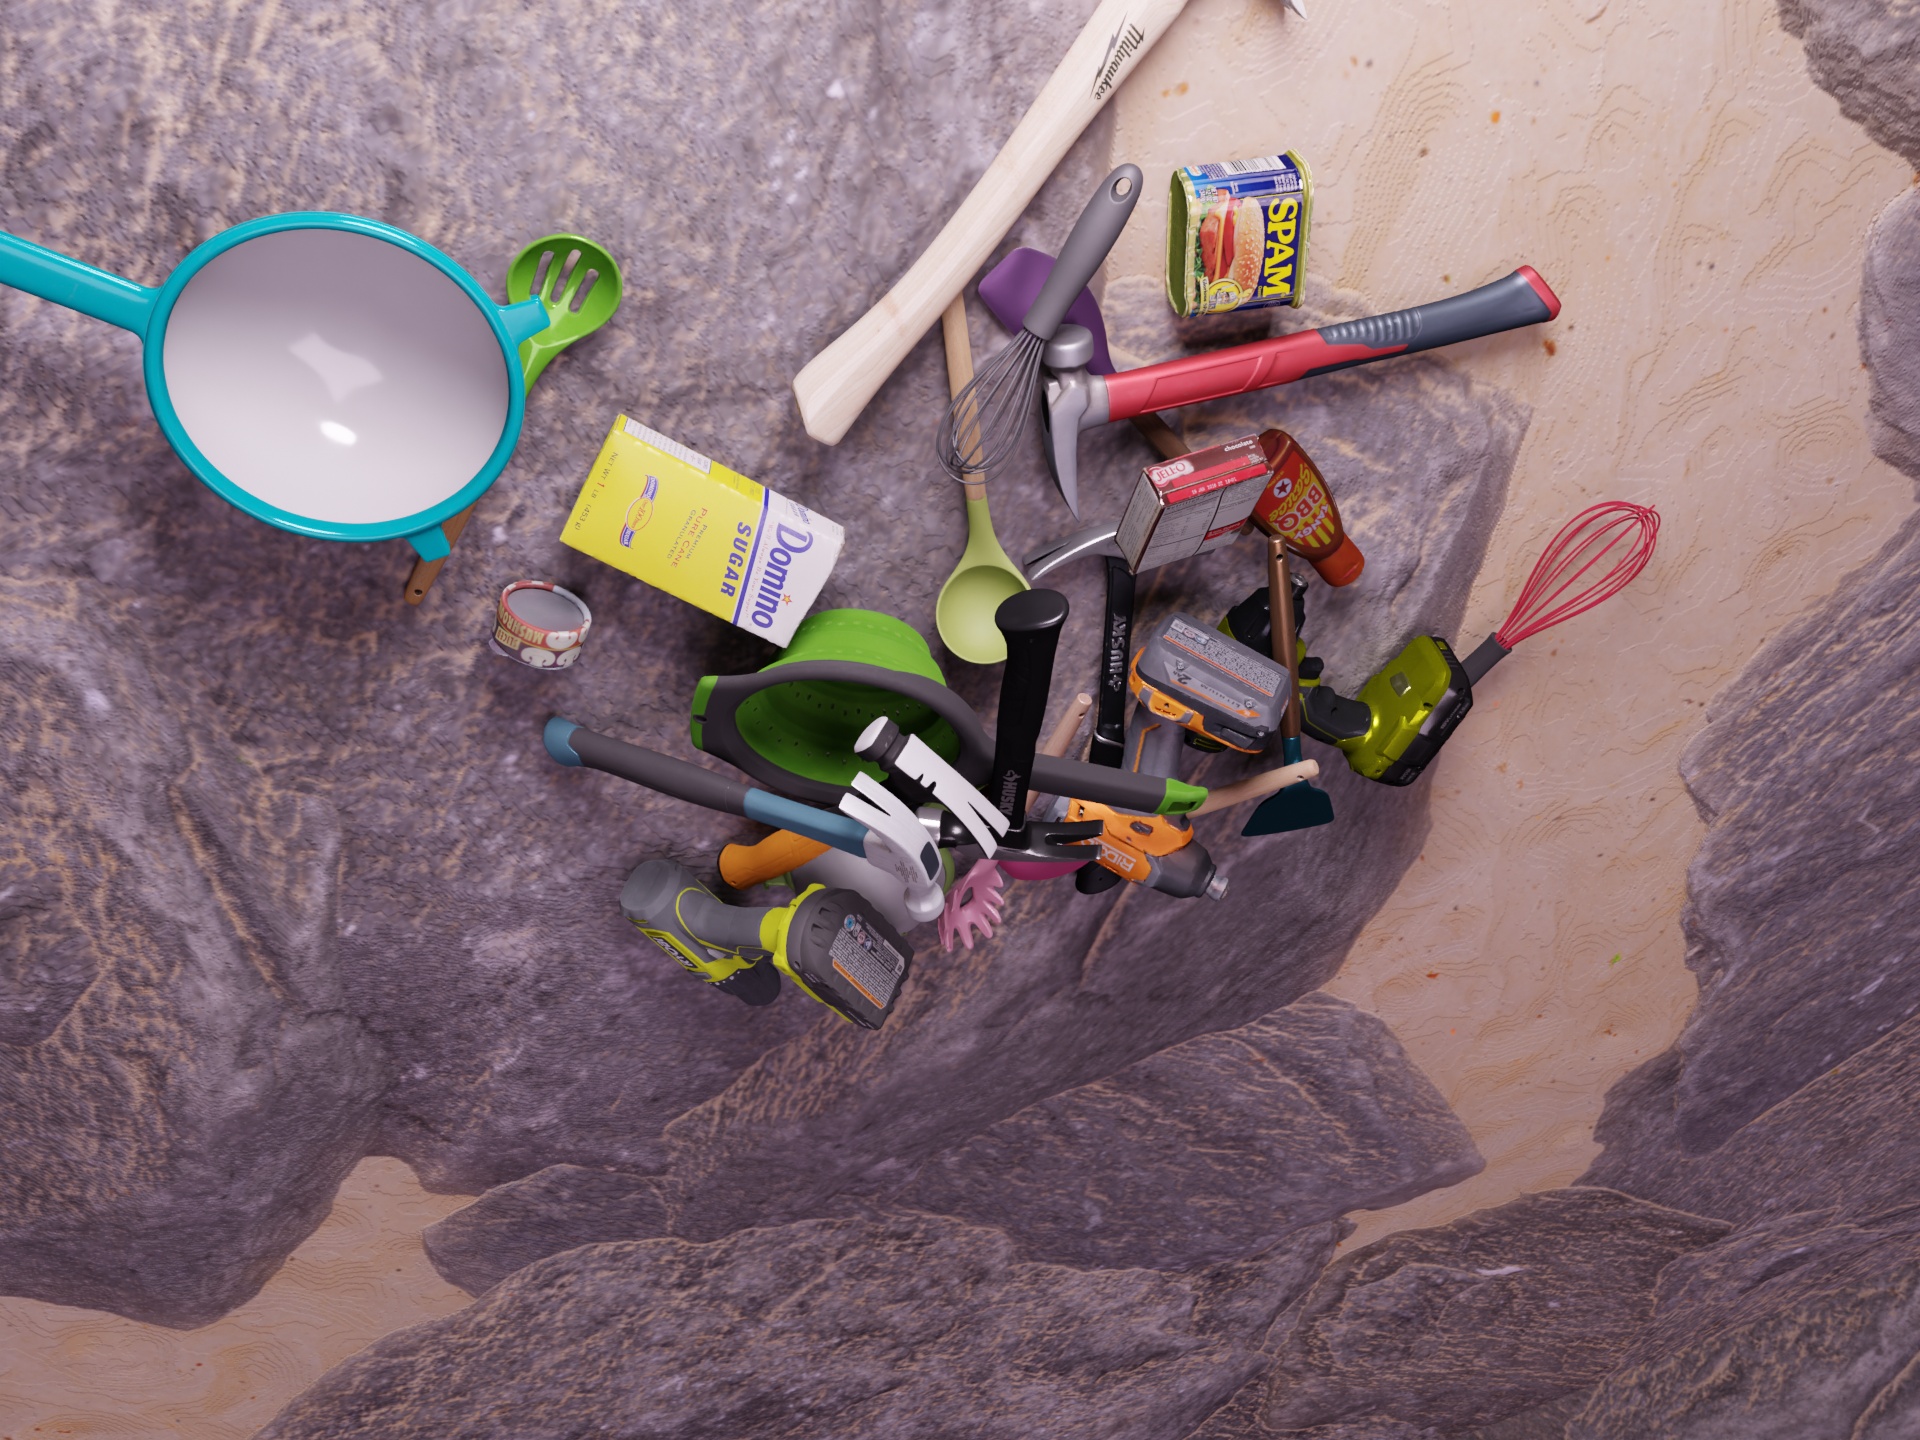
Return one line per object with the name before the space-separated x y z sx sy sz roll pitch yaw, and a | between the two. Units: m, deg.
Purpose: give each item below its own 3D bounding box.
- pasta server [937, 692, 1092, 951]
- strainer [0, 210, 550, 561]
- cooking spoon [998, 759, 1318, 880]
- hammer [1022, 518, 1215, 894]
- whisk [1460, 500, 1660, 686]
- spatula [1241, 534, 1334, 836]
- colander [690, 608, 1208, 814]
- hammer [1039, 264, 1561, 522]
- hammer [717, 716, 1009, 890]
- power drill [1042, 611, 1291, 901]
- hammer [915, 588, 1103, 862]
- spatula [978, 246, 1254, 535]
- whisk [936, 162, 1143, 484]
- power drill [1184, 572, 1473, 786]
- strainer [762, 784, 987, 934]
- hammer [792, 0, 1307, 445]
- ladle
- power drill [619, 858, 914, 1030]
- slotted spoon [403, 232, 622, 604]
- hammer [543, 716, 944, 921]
pasta server | 0.048 0.093 1.382 0.060 0.040 0.316 -3 139 -31
strainer | -0.430 -0.239 0.943 0.340 0.095 0.211 19 120 -26
cooking spoon | 0.162 0.087 1.368 0.319 0.017 0.068 -22 126 33
hammer | 0.123 0.002 1.347 0.149 0.036 0.408 -7 132 -8
whisk | 0.477 -0.080 1.360 0.073 0.073 0.295 20 128 -29
spatula | 0.262 -0.016 1.291 0.082 0.044 0.317 -10 125 3
colander | -0.002 -0.004 1.221 0.397 0.095 0.204 11 149 -8
hammer | 0.246 -0.249 1.145 0.386 0.038 0.143 -14 129 -8
hammer | -0.100 0.090 1.245 0.127 0.034 0.337 41 146 -16
power drill | 0.178 0.043 1.282 0.164 0.084 0.226 30 126 7
hammer | 0.045 0.015 1.116 0.146 0.035 0.334 7 149 1
spatula | 0.128 -0.229 1.157 0.060 0.018 0.315 -40 128 15
whisk | 0.053 -0.256 1.043 0.055 0.055 0.239 16 124 -27
power drill | 0.310 -0.032 1.343 0.223 0.080 0.171 14 126 -22
strainer | -0.051 0.124 1.341 0.151 0.069 0.256 24 135 -25
hammer | 0.037 -0.335 1.011 0.146 0.038 0.410 27 115 -34
ladle | 0.007 -0.178 1.144 0.078 0.062 0.319 0 130 10
power drill | -0.157 0.197 1.348 0.228 0.080 0.190 2 145 38
slotted spoon | -0.311 -0.194 1.060 0.070 0.031 0.313 19 125 -29
hammer | -0.168 0.059 1.190 0.331 0.033 0.128 17 144 19
